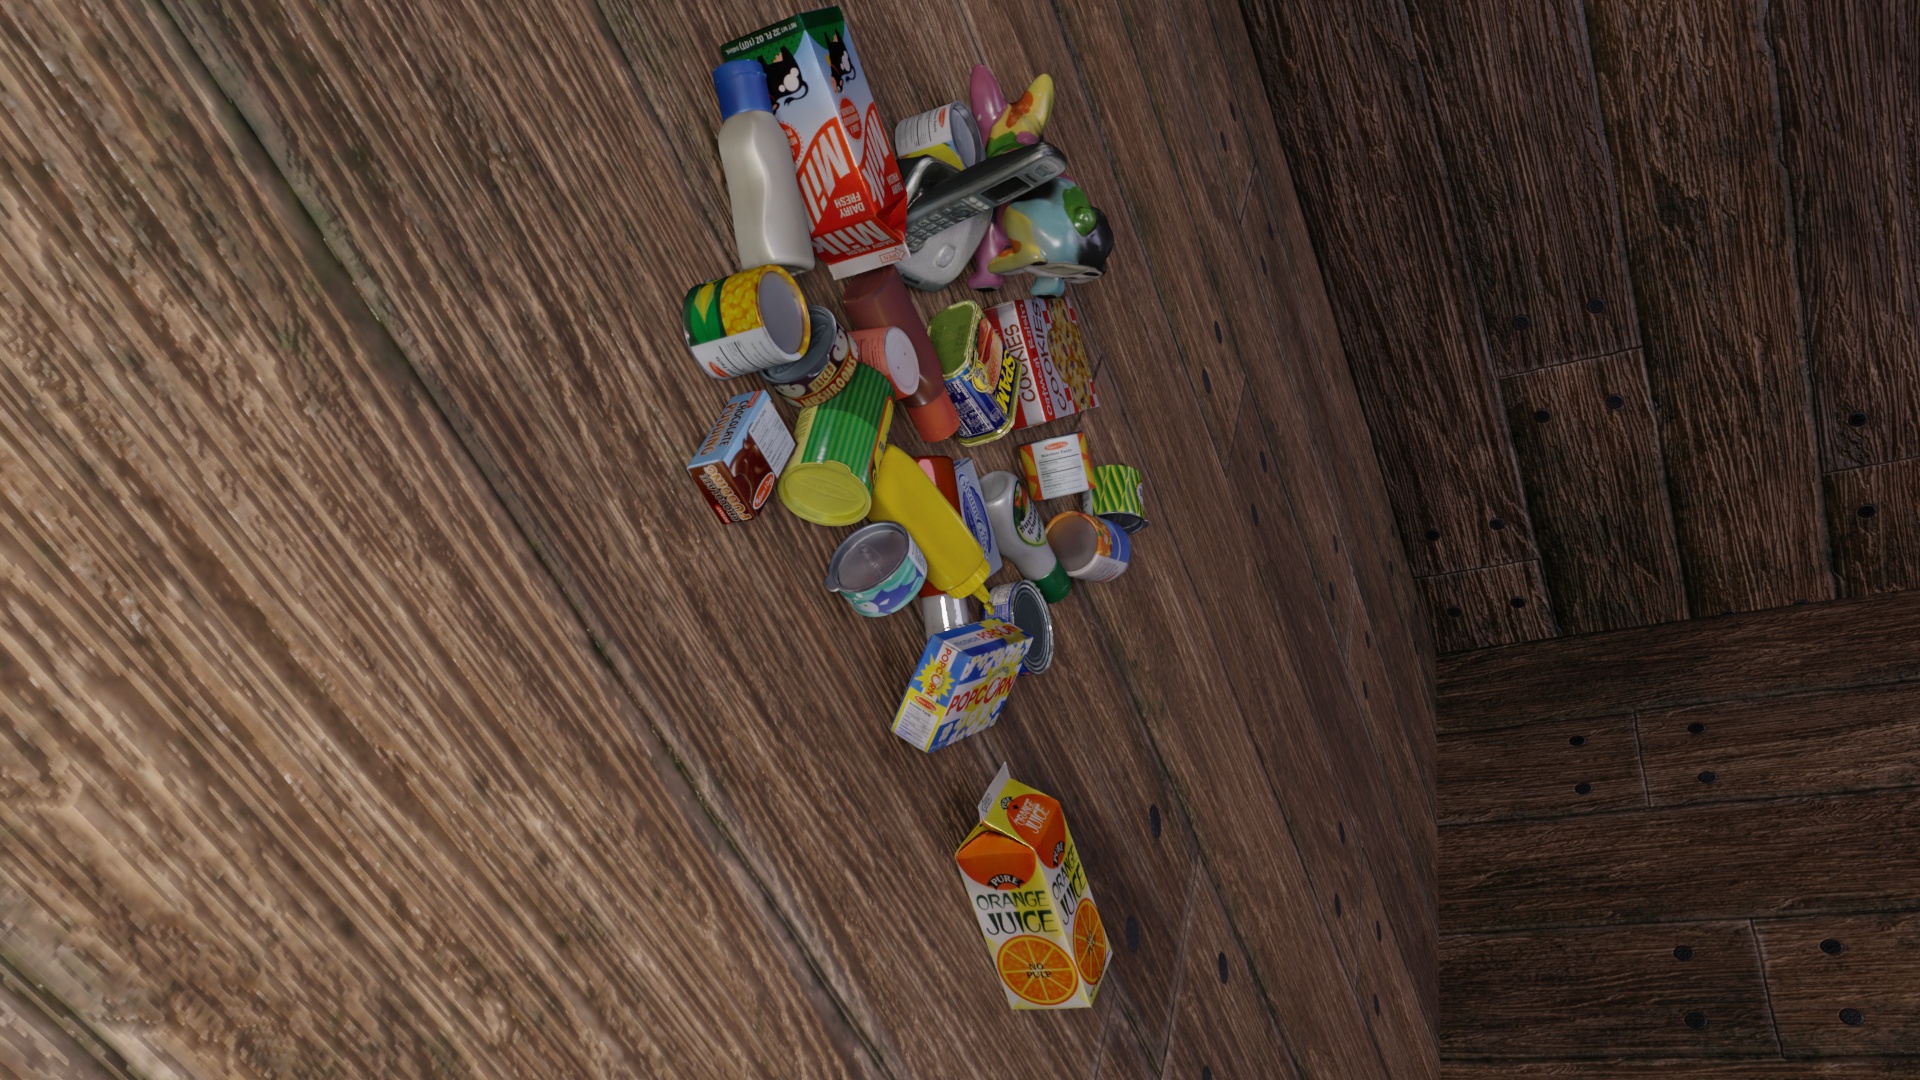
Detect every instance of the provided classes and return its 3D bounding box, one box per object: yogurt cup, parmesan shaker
[{"bbox_3d":[-0.068,-0.132,1.068,0.072,0.054,0.072,38,46,-54],"label":"yogurt cup"},{"bbox_3d":[-0.085,-0.072,0.985,0.071,0.071,0.103,54,35,-41],"label":"parmesan shaker"}]

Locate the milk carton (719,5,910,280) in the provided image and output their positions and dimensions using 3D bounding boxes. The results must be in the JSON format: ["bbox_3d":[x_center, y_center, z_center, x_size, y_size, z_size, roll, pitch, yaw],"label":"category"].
[{"bbox_3d":[-0.100,-0.294,1.046,0.190,0.072,0.074,70,26,-18],"label":"milk carton"}]

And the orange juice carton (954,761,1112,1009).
[{"bbox_3d":[0.055,0.279,1.126,0.072,0.073,0.192,-47,121,-60],"label":"orange juice carton"}]

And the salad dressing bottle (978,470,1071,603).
[{"bbox_3d":[0.058,0.000,1.283,0.147,0.044,0.064,56,32,-39],"label":"salad dressing bottle"}]

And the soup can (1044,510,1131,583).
[{"bbox_3d":[0.125,0.004,1.394,0.084,0.071,0.071,14,68,-62],"label":"soup can"}]

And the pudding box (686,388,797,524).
[{"bbox_3d":[-0.142,-0.056,0.911,0.049,0.030,0.084,63,30,-32],"label":"pudding box"}]

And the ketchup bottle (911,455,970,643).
[{"bbox_3d":[-0.020,0.007,1.118,0.065,0.043,0.149,-3,83,-59],"label":"ketchup bottle"}]

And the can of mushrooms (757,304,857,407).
[{"bbox_3d":[-0.106,-0.127,0.968,0.033,0.071,0.071,47,39,-50],"label":"can of mushrooms"}]

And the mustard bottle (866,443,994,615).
[{"bbox_3d":[-0.022,-0.003,1.059,0.049,0.065,0.160,-47,112,-17],"label":"mustard bottle"}]

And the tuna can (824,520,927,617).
[{"bbox_3d":[-0.061,0.022,1.006,0.032,0.071,0.071,56,33,-41],"label":"tuna can"}]

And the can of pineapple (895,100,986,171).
[{"bbox_3d":[-0.018,-0.356,1.258,0.071,0.058,0.071,35,49,-55],"label":"can of pineapple"}]

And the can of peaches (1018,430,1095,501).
[{"bbox_3d":[0.096,-0.073,1.366,0.071,0.071,0.058,-20,98,-64],"label":"can of peaches"}]

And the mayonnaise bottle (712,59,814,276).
[{"bbox_3d":[-0.143,-0.262,0.984,0.065,0.041,0.148,-11,88,-66],"label":"mayonnaise bottle"}]

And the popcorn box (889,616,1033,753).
[{"bbox_3d":[0.003,0.110,1.082,0.127,0.038,0.085,-7,123,-65],"label":"popcorn box"}]

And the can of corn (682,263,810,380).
[{"bbox_3d":[-0.140,-0.147,0.918,0.071,0.058,0.071,36,48,-55],"label":"can of corn"}]

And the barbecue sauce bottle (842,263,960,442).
[{"bbox_3d":[-0.044,-0.149,1.135,0.148,0.043,0.065,63,29,-31],"label":"barbecue sauce bottle"}]

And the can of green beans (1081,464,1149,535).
[{"bbox_3d":[0.163,-0.042,1.491,0.071,0.071,0.058,37,47,-55],"label":"can of green beans"}]

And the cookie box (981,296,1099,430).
[{"bbox_3d":[0.082,-0.182,1.410,0.168,0.040,0.123,-24,99,-64],"label":"cookie box"}]

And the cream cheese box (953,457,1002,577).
[{"bbox_3d":[0.004,-0.015,1.200,0.053,0.024,0.103,-37,113,-63],"label":"cream cheese box"}]
